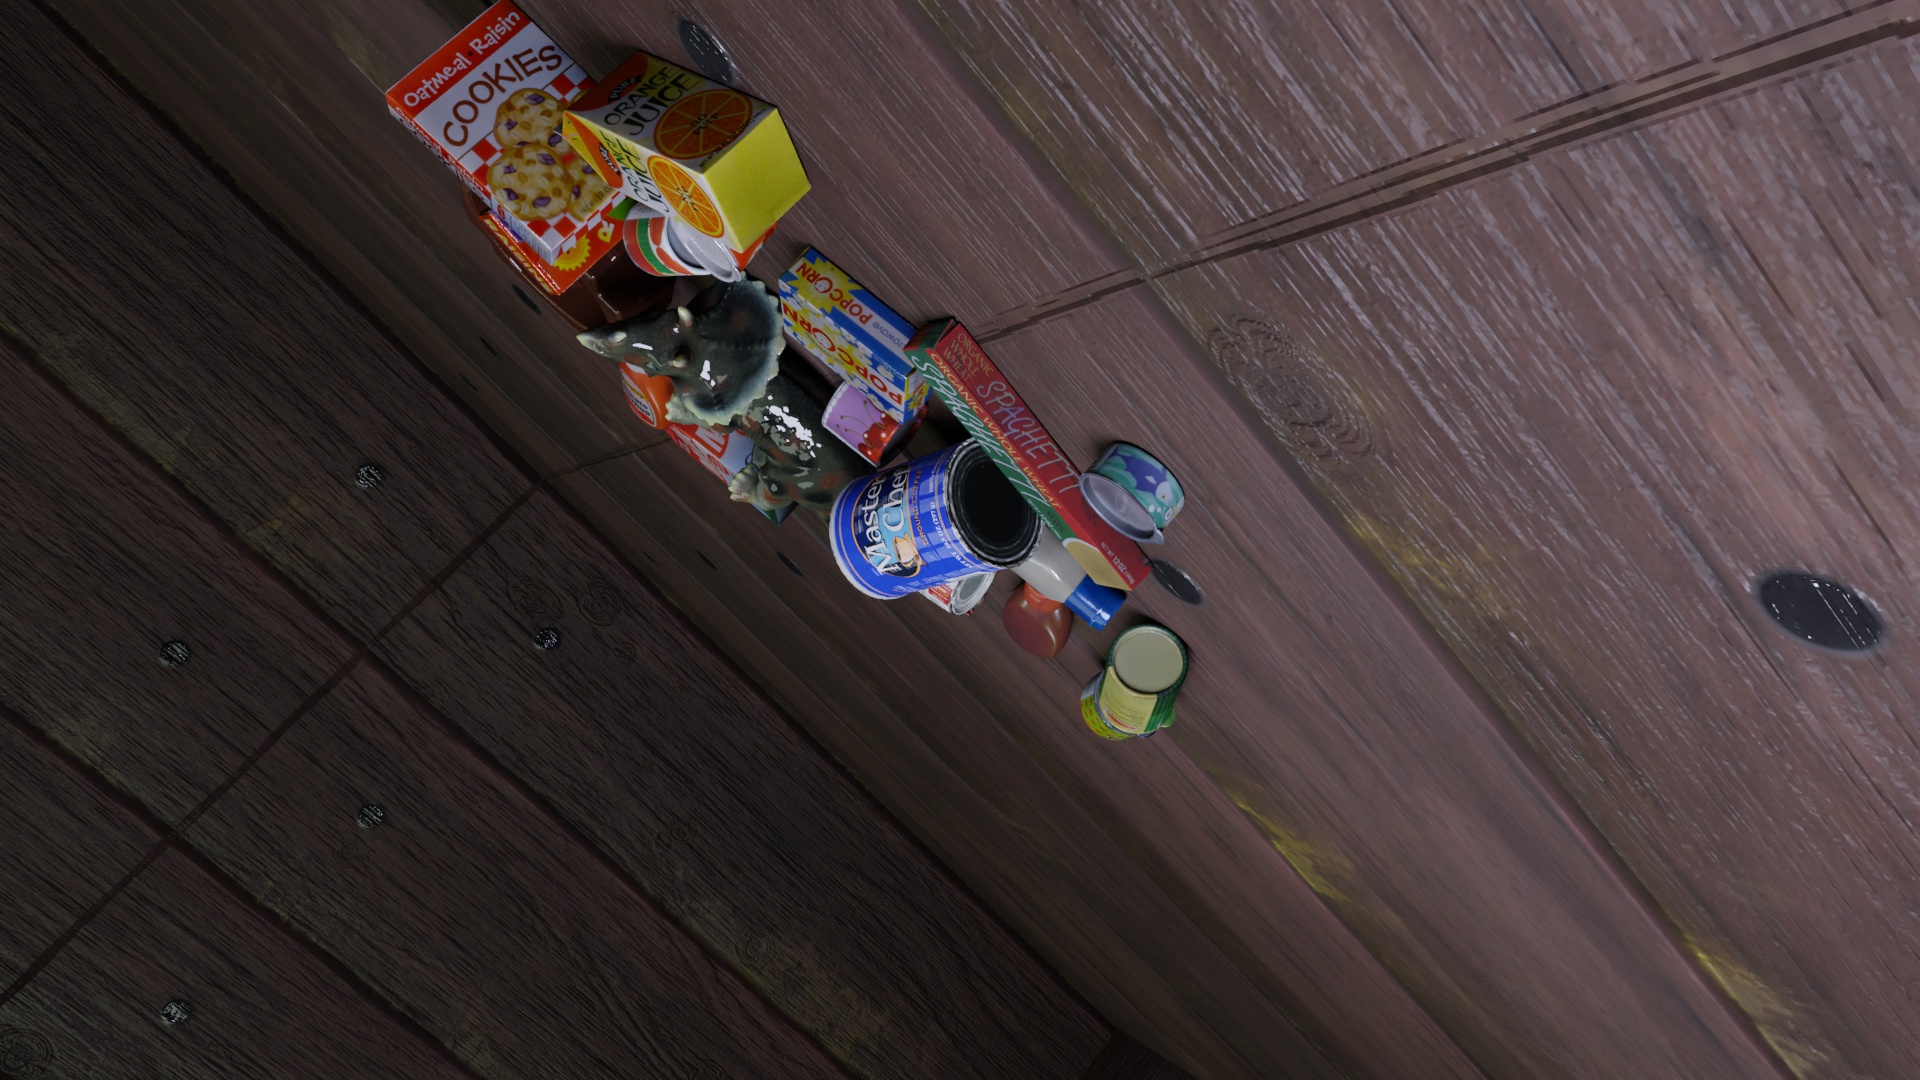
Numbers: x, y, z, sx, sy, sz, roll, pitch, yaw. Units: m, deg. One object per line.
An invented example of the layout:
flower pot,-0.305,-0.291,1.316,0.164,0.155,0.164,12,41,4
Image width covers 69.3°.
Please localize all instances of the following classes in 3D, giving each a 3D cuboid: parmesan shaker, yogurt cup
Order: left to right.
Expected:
yogurt cup,-0.174,-0.235,1.033,0.072,0.054,0.072,38,163,14
parmesan shaker,0.155,0.117,1.160,0.071,0.071,0.102,37,162,15

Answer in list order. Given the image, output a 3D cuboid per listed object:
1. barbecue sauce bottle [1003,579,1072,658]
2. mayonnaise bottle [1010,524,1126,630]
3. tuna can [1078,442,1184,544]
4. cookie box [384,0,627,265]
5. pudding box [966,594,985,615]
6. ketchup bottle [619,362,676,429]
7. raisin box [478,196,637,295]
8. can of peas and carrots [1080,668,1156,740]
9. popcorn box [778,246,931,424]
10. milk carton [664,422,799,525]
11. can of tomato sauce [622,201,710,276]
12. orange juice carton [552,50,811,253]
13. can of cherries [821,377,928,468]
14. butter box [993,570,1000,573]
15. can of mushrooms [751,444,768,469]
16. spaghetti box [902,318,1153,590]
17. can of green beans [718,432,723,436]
barbecue sauce bottle,0.072,0.059,1.238,0.065,0.044,0.148,38,162,12
mayonnaise bottle,0.068,0.014,1.141,0.148,0.041,0.064,39,158,6
tuna can,0.117,-0.031,0.928,0.071,0.033,0.071,38,163,14
cookie box,-0.333,-0.315,1.069,0.167,0.123,0.040,44,162,-6
pudding box,-0.016,0.034,1.398,0.084,0.030,0.049,35,163,23
ketchup bottle,-0.296,-0.160,1.317,0.065,0.044,0.148,47,162,8
raisin box,-0.316,-0.273,1.137,0.086,0.124,0.040,52,161,-28
can of peas and carrots,0.147,0.146,1.245,0.071,0.071,0.058,41,164,3
popcorn box,-0.078,-0.153,1.049,0.127,0.038,0.085,39,164,9
milk carton,-0.244,-0.108,1.477,0.191,0.072,0.073,38,163,12
can of tomato sauce,-0.219,-0.241,1.098,0.083,0.071,0.071,15,148,55
orange juice carton,-0.200,-0.276,0.958,0.193,0.072,0.072,31,159,32
can of cherries,-0.067,-0.102,1.111,0.058,0.072,0.071,39,163,10
butter box,0.004,-0.015,1.235,0.103,0.024,0.053,41,164,2
can of mushrooms,-0.171,-0.081,1.396,0.071,0.071,0.033,51,160,-27
spaghetti box,0.051,-0.059,1.014,0.249,0.029,0.050,49,161,-23
can of green beans,-0.232,-0.147,1.366,0.057,0.071,0.071,47,163,-14
